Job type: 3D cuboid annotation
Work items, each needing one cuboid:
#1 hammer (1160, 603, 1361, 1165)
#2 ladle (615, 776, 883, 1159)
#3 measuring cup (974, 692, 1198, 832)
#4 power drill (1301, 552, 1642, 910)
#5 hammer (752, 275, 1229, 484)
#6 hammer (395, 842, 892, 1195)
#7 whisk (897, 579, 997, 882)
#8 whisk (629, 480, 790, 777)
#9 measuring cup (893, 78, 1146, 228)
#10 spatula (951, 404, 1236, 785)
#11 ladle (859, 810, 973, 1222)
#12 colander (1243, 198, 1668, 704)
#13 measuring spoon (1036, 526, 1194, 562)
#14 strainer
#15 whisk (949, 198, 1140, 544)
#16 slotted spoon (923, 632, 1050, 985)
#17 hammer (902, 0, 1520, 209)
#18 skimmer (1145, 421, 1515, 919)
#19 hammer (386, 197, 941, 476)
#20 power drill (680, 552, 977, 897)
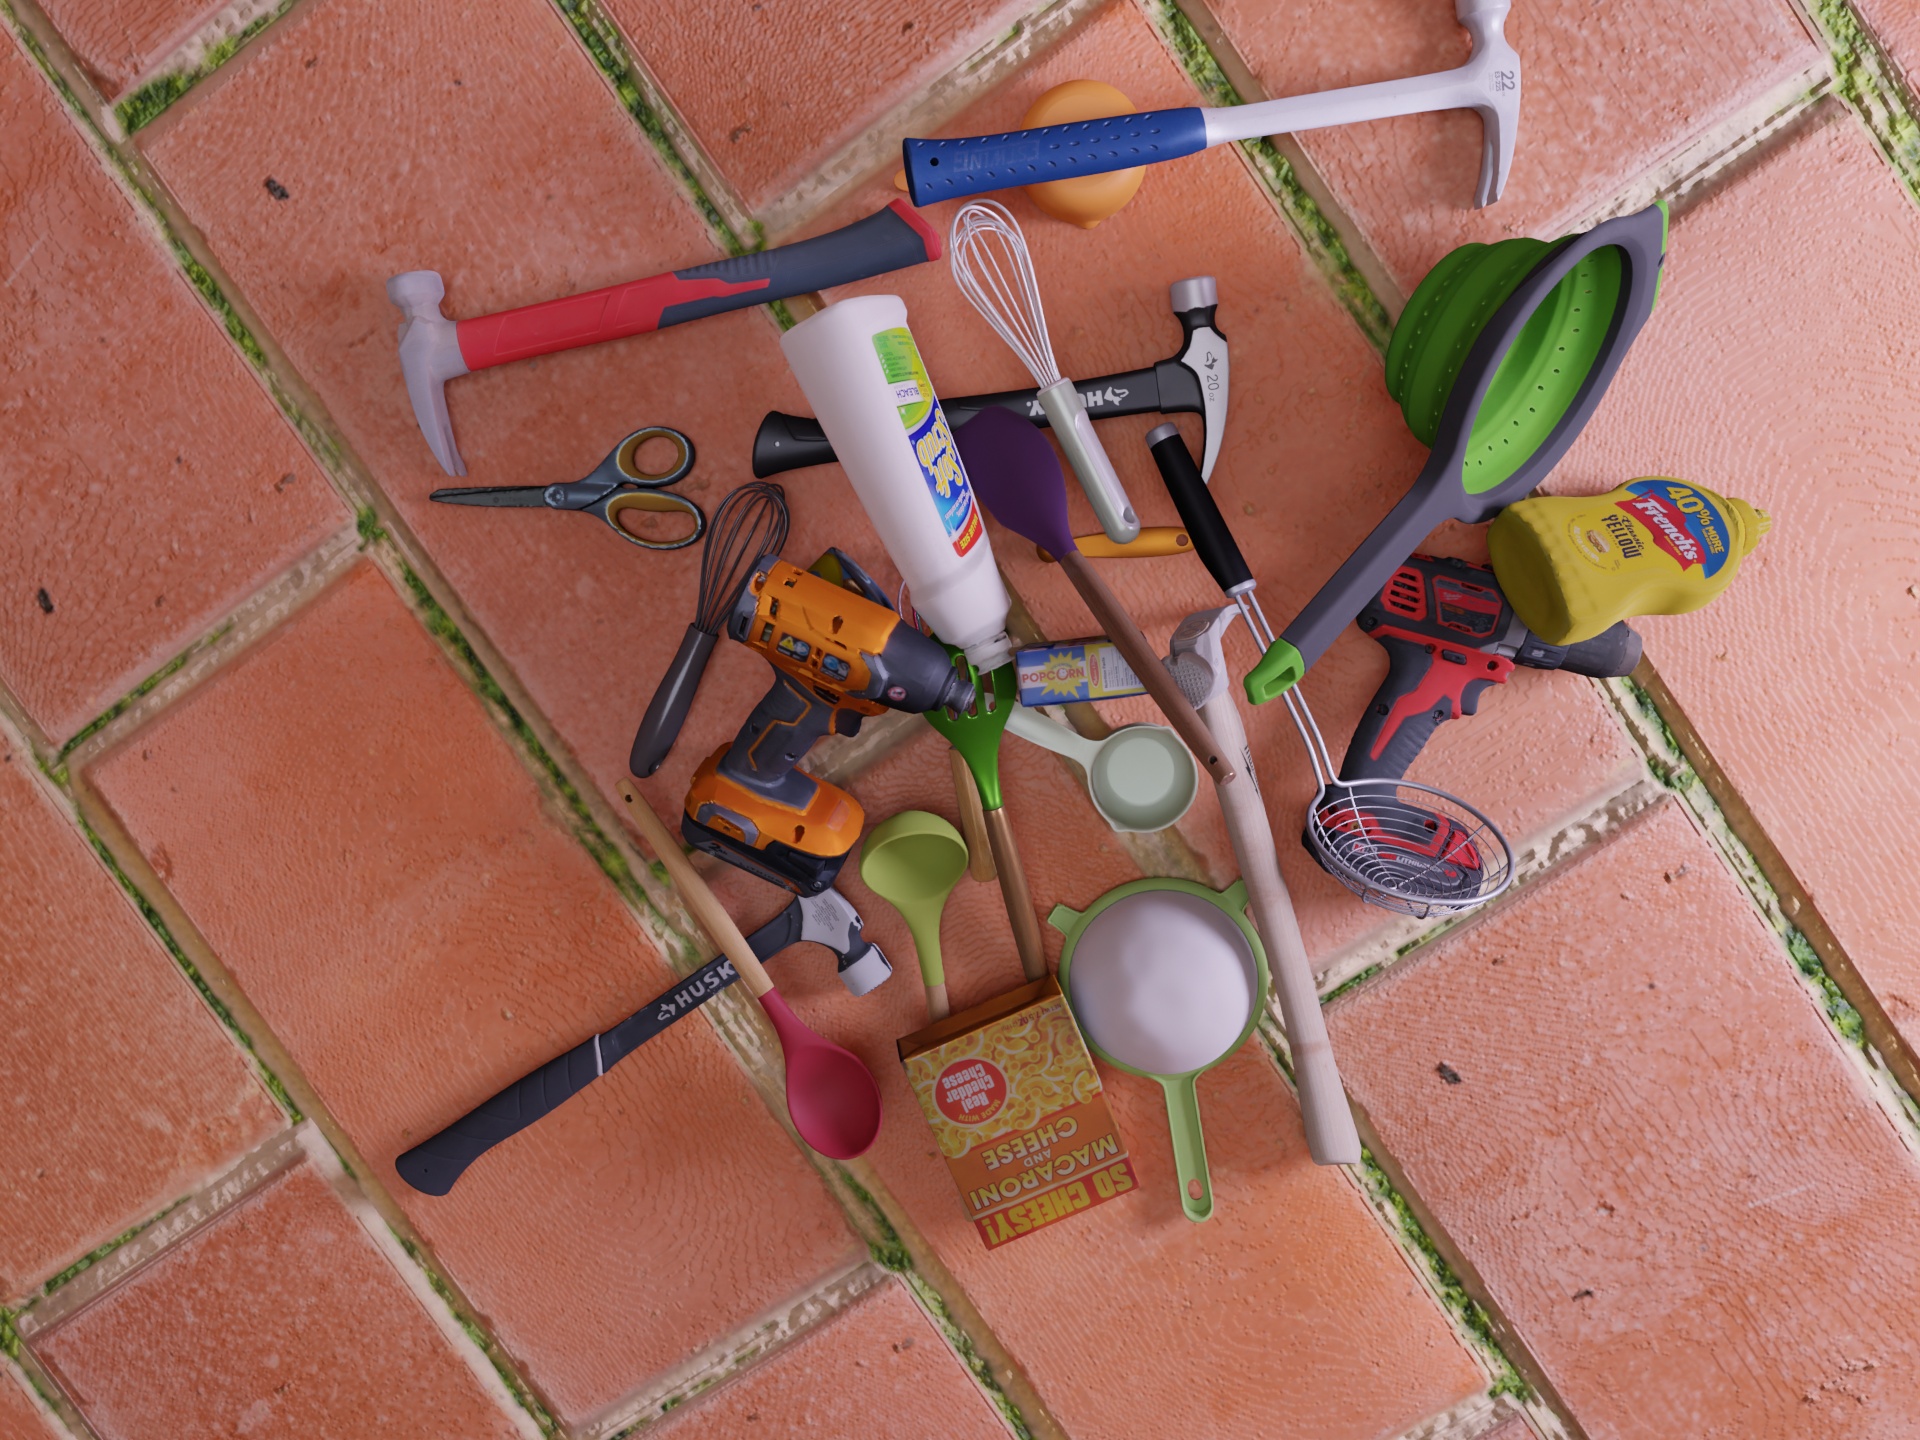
[{"bbox_3d":[0.217,0.122,1.099,0.038,0.146,0.410,-10,108,26],"label":"hammer"},{"bbox_3d":[-0.155,0.173,1.134,0.069,0.031,0.315,-34,90,7],"label":"ladle"},{"bbox_3d":[0.087,0.019,1.119,0.167,0.038,0.083,26,100,2],"label":"measuring cup"},{"bbox_3d":[0.341,0.009,1.077,0.188,0.080,0.226,15,96,3],"label":"power drill"},{"bbox_3d":[0.019,-0.205,1.096,0.335,0.035,0.146,-8,96,7],"label":"hammer"},{"bbox_3d":[-0.256,0.234,1.184,0.409,0.036,0.149,-34,92,9],"label":"hammer"},{"bbox_3d":[-0.002,-0.004,1.128,0.047,0.051,0.245,0,105,40],"label":"whisk"},{"bbox_3d":[-0.183,-0.062,1.131,0.055,0.055,0.239,27,103,1],"label":"whisk"},{"bbox_3d":[0.039,-0.375,1.061,0.173,0.052,0.095,-6,97,4],"label":"measuring cup"},{"bbox_3d":[0.084,-0.086,1.009,0.060,0.018,0.316,-37,64,10],"label":"spatula"},{"bbox_3d":[-0.014,0.219,1.149,0.078,0.062,0.320,-9,100,-2],"label":"ladle"},{"bbox_3d":[0.283,-0.176,0.998,0.095,0.204,0.397,38,80,30],"label":"colander"},{"bbox_3d":[0.111,-0.123,1.110,0.117,0.011,0.021,-3,98,6],"label":"measuring spoon"},{"bbox_3d":[0.152,0.242,1.128,0.151,0.069,0.256,-9,96,6],"label":"strainer"},{"bbox_3d":[0.058,-0.228,1.051,0.059,0.058,0.246,-21,100,42],"label":"whisk"},{"bbox_3d":[0.031,0.083,1.115,0.070,0.031,0.313,-15,108,-1],"label":"slotted spoon"},{"bbox_3d":[0.166,-0.375,1.019,0.405,0.035,0.144,-11,98,-6],"label":"hammer"},{"bbox_3d":[0.223,-0.042,1.008,0.127,0.090,0.363,-20,80,-34],"label":"skimmer"},{"bbox_3d":[-0.200,-0.277,1.106,0.386,0.038,0.143,-11,98,7],"label":"hammer"},{"bbox_3d":[-0.092,0.012,1.068,0.164,0.084,0.226,25,128,1],"label":"power drill"}]
